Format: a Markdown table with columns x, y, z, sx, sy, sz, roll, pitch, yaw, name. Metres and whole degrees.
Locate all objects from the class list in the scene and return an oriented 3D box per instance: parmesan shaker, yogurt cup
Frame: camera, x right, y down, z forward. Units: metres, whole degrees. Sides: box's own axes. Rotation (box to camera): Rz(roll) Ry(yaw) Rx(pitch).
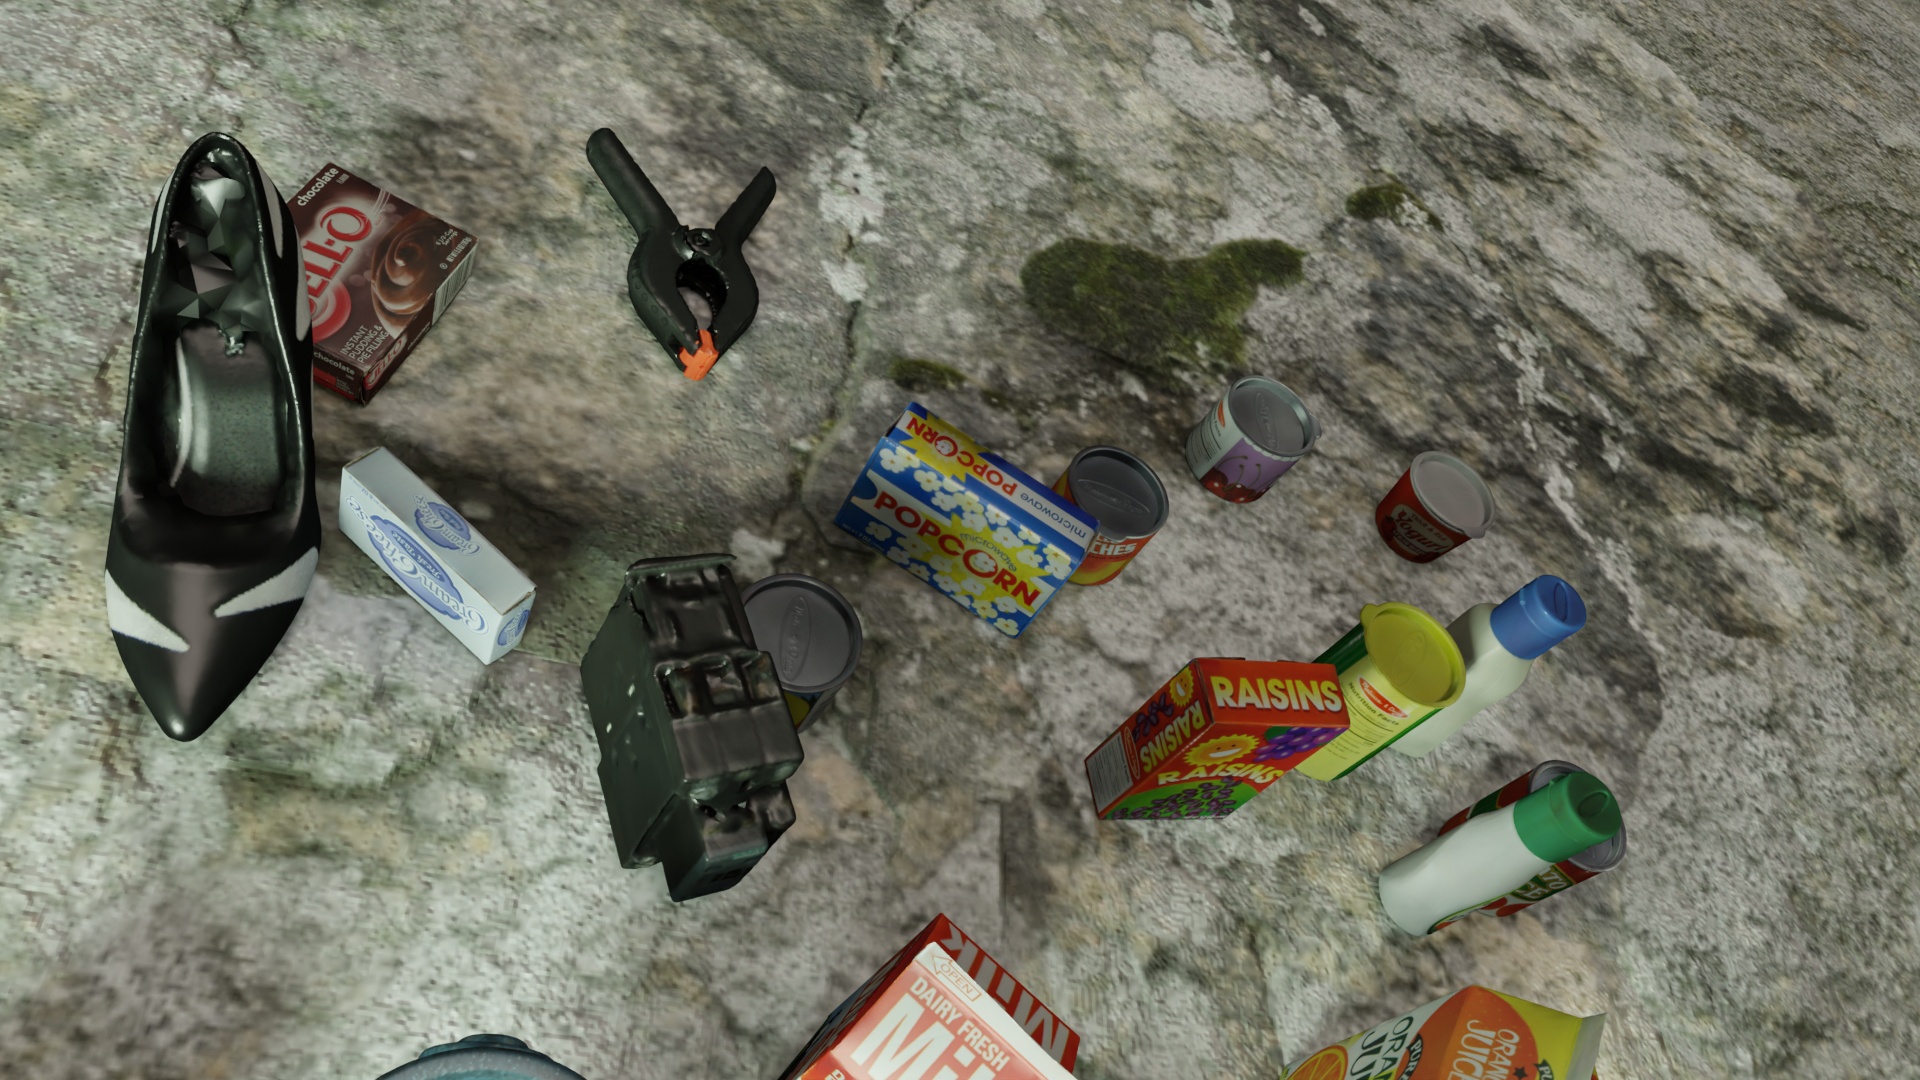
| x | y | z | sx | sy | sz | roll | pitch | yaw | name |
| --- | --- | --- | --- | --- | --- | --- | --- | --- | --- |
| 0.231 | 0.087 | 0.807 | 0.071 | 0.102 | 0.071 | 13 | 53 | -18 | parmesan shaker |
| 0.326 | -0.020 | 0.961 | 0.072 | 0.053 | 0.073 | 13 | 53 | -18 | yogurt cup |

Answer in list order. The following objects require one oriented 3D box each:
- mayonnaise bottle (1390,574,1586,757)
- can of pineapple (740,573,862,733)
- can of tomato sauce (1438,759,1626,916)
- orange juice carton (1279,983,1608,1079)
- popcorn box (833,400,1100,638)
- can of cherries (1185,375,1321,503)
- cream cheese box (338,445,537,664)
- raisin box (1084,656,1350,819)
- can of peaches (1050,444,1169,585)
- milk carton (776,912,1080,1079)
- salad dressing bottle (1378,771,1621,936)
| x | y | z | sx | sy | sz | roll | pitch | yaw | name |
| --- | --- | --- | --- | --- | --- | --- | --- | --- | --- |
| 0.305 | 0.072 | 0.825 | 0.041 | 0.147 | 0.065 | 26 | 50 | -8 | mayonnaise bottle |
| -0.091 | 0.058 | 0.698 | 0.071 | 0.057 | 0.071 | 13 | 53 | -18 | can of pineapple |
| 0.329 | 0.176 | 0.807 | 0.071 | 0.082 | 0.071 | 13 | 53 | -18 | can of tomato sauce |
| 0.211 | 0.262 | 0.617 | 0.073 | 0.191 | 0.072 | 40 | 50 | 4 | orange juice carton |
| 0.003 | -0.010 | 0.773 | 0.127 | 0.084 | 0.038 | 33 | 50 | -2 | popcorn box |
| 0.194 | -0.066 | 0.924 | 0.071 | 0.058 | 0.072 | 13 | 53 | -18 | can of cherries |
| -0.248 | 0.008 | 0.657 | 0.104 | 0.053 | 0.024 | 41 | 50 | 5 | cream cheese box |
| 0.133 | 0.106 | 0.732 | 0.086 | 0.122 | 0.040 | 5 | 56 | -23 | raisin box |
| 0.082 | -0.013 | 0.832 | 0.071 | 0.057 | 0.071 | 13 | 53 | -18 | can of peaches |
| -0.020 | 0.210 | 0.541 | 0.072 | 0.189 | 0.074 | 42 | 50 | 5 | milk carton |
| 0.288 | 0.169 | 0.749 | 0.064 | 0.147 | 0.044 | -18 | 68 | -34 | salad dressing bottle |
